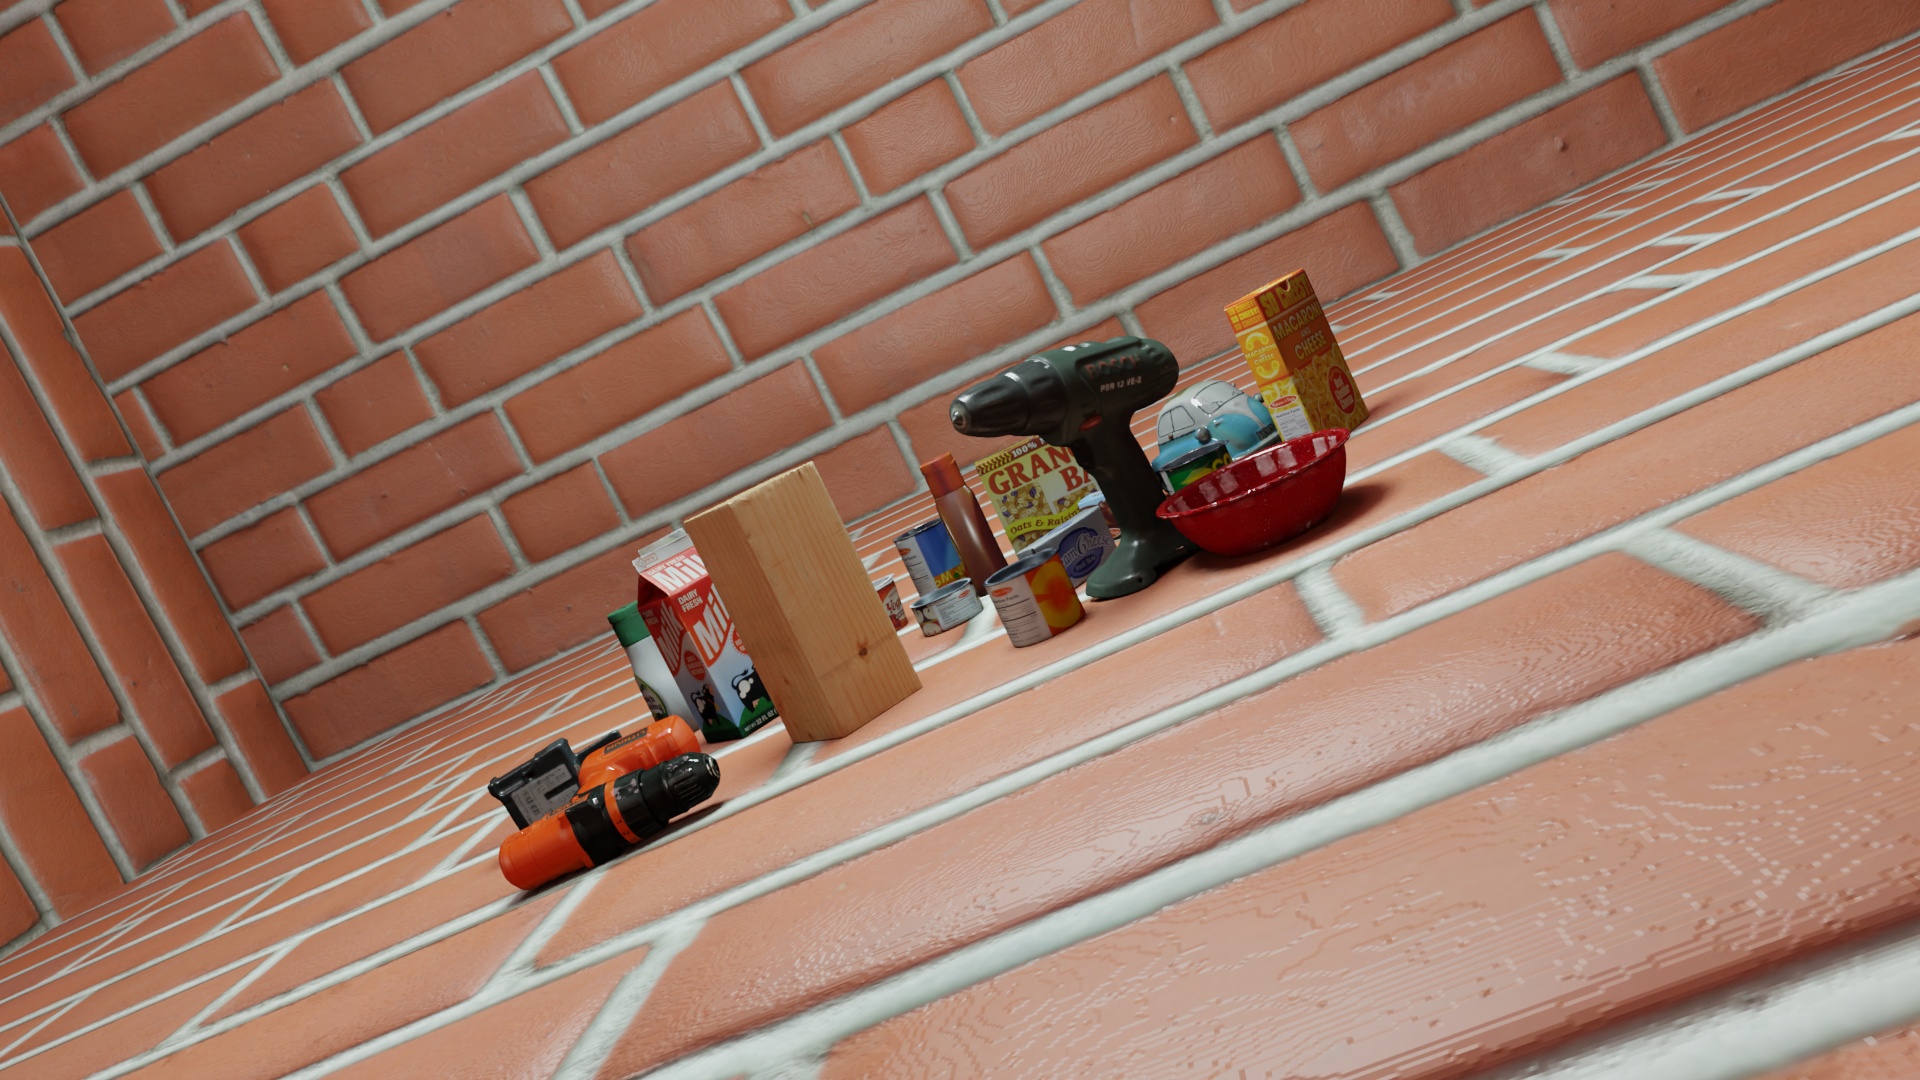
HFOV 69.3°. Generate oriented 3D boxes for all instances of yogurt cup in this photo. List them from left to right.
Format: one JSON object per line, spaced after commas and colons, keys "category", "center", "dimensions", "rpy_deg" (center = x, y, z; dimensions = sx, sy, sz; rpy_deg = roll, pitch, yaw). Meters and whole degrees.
{"category": "yogurt cup", "center": [-0.092, 0.076, 1.480], "dimensions": [0.072, 0.054, 0.072], "rpy_deg": [-25, 6, 3]}

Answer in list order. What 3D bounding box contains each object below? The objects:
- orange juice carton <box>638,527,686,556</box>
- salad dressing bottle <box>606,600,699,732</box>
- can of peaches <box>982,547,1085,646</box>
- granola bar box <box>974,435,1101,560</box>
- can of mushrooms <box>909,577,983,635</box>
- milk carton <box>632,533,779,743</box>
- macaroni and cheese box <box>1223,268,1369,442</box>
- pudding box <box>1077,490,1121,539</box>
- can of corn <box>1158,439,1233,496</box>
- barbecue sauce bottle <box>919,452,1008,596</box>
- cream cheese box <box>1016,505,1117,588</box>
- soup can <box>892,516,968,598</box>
{"category": "orange juice carton", "center": [-0.294, 0.084, 1.561], "dimensions": [0.073, 0.192, 0.072], "rpy_deg": [-20, 8, 42]}
{"category": "salad dressing bottle", "center": [-0.317, 0.135, 1.440], "dimensions": [0.044, 0.147, 0.064], "rpy_deg": [-29, 7, -28]}
{"category": "can of peaches", "center": [0.062, 0.046, 1.125], "dimensions": [0.071, 0.058, 0.071], "rpy_deg": [-25, 6, 3]}
{"category": "granola bar box", "center": [0.115, -0.061, 1.482], "dimensions": [0.165, 0.124, 0.039], "rpy_deg": [-25, 6, 1]}
{"category": "can of mushrooms", "center": [-0.014, 0.065, 1.361], "dimensions": [0.071, 0.033, 0.071], "rpy_deg": [-25, 6, 3]}
{"category": "milk carton", "center": [-0.238, 0.090, 1.312], "dimensions": [0.073, 0.190, 0.073], "rpy_deg": [-30, 8, -39]}
{"category": "macaroni and cheese box", "center": [0.335, -0.175, 1.373], "dimensions": [0.040, 0.166, 0.124], "rpy_deg": [-20, 8, 42]}
{"category": "pudding box", "center": [0.163, -0.031, 1.389], "dimensions": [0.083, 0.049, 0.030], "rpy_deg": [-20, 8, 41]}
{"category": "can of corn", "center": [0.228, -0.054, 1.291], "dimensions": [0.071, 0.058, 0.071], "rpy_deg": [-25, 6, 3]}
{"category": "barbecue sauce bottle", "center": [0.005, -0.018, 1.443], "dimensions": [0.043, 0.148, 0.065], "rpy_deg": [-24, 6, 10]}
{"category": "cream cheese box", "center": [0.100, 0.013, 1.263], "dimensions": [0.104, 0.053, 0.024], "rpy_deg": [-31, 8, -41]}
{"category": "soup can", "center": [-0.025, 0.022, 1.521], "dimensions": [0.071, 0.083, 0.071], "rpy_deg": [-25, 6, 3]}
